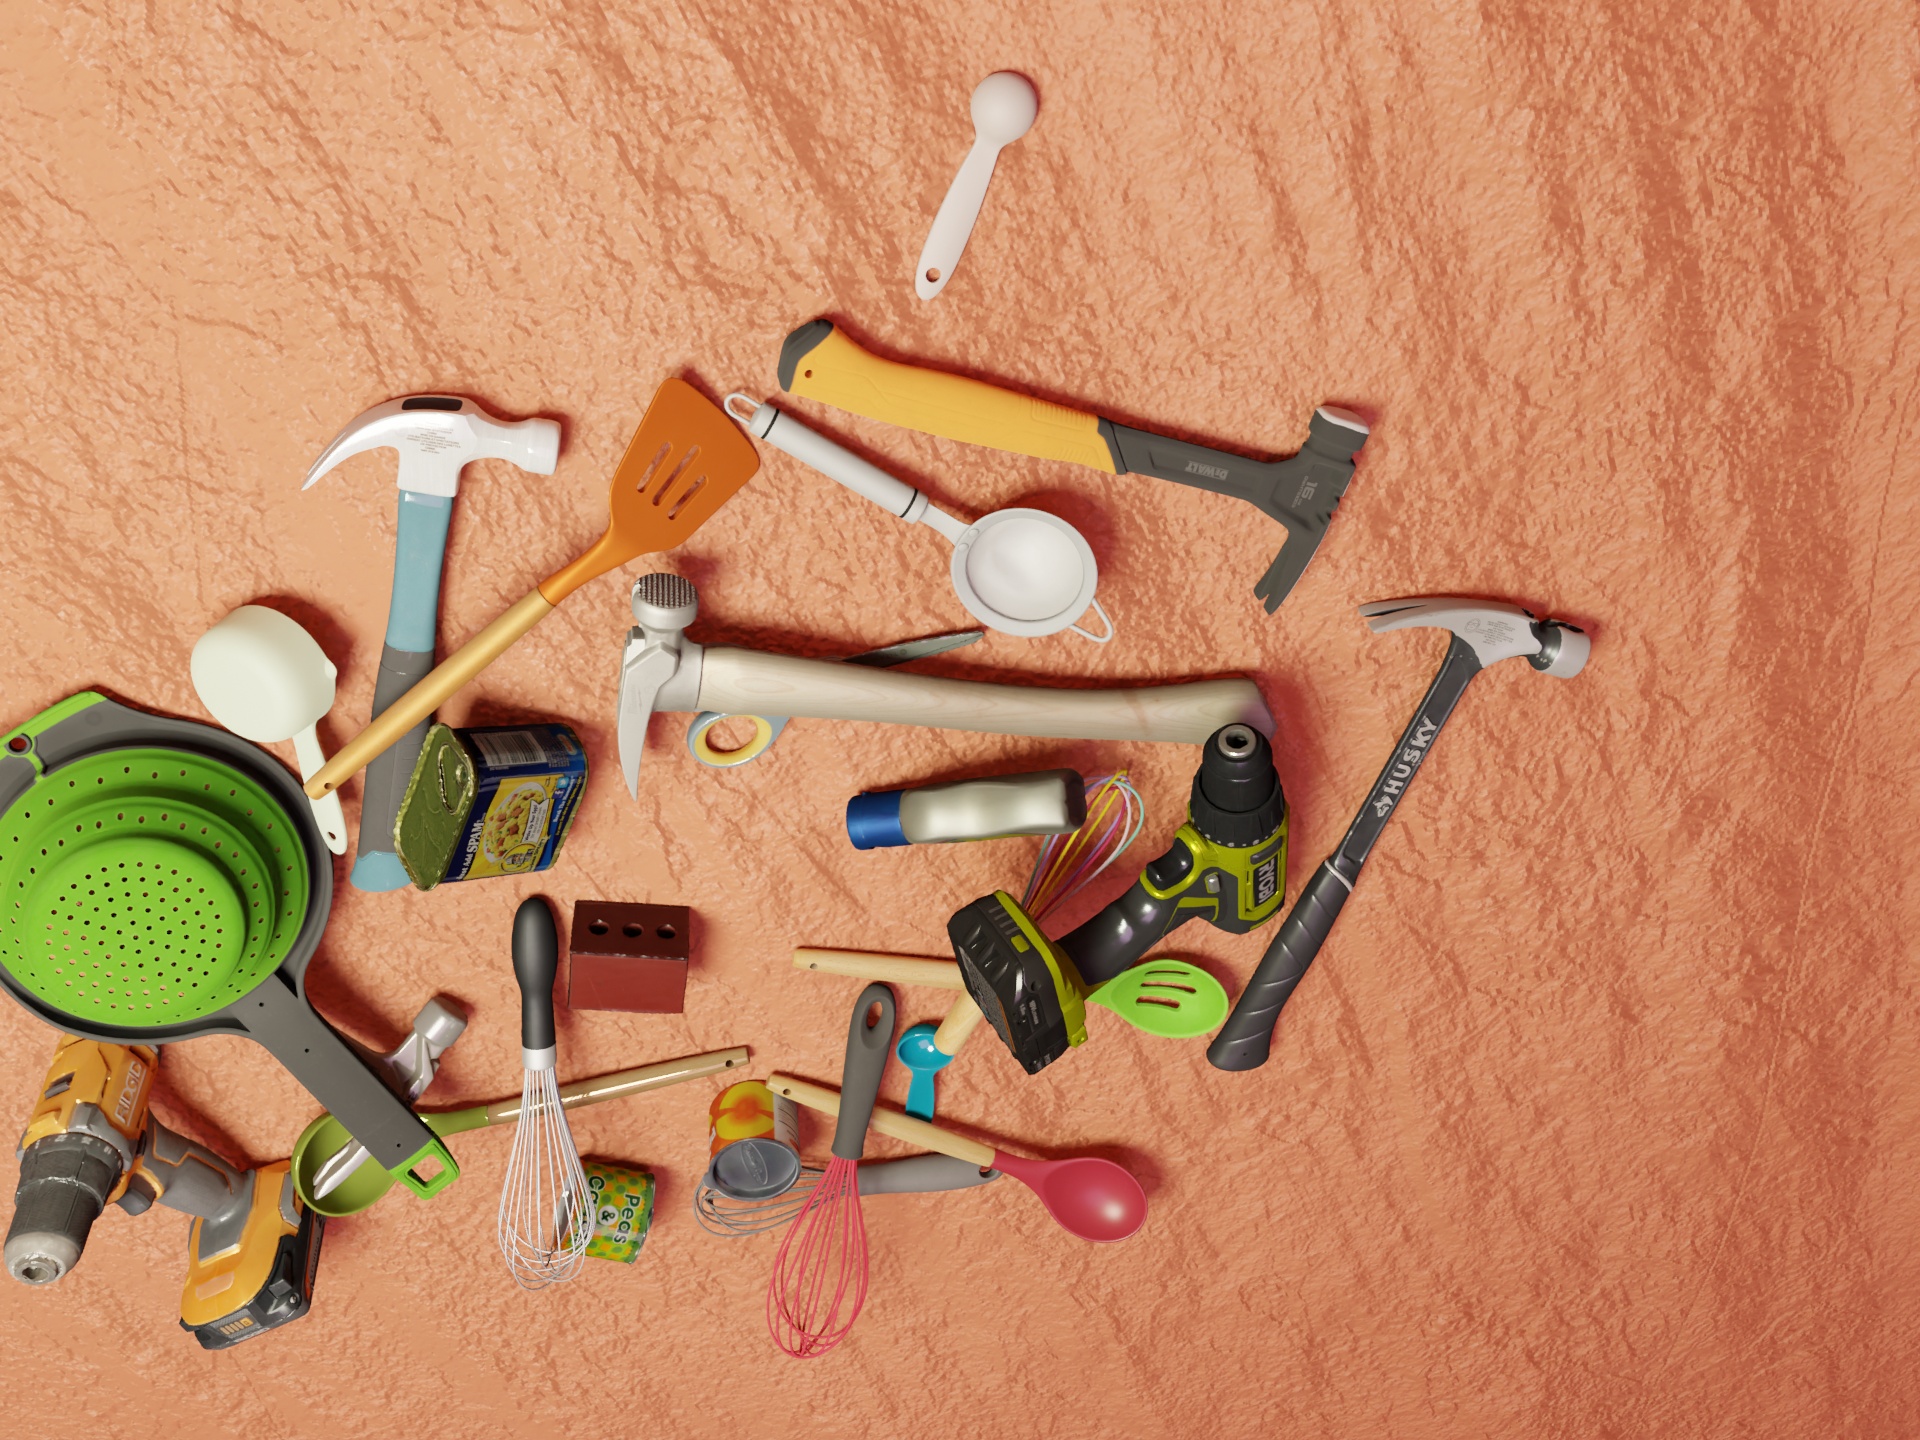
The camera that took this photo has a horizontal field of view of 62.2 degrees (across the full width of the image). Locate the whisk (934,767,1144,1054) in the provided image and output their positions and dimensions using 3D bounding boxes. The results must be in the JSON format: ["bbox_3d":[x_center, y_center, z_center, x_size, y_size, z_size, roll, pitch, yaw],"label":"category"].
[{"bbox_3d":[0.050,0.131,1.071,0.051,0.047,0.245,26,111,-12],"label":"whisk"}]

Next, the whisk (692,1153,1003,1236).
[{"bbox_3d":[-0.082,0.353,1.205,0.239,0.055,0.055,-4,123,-11],"label":"whisk"}]

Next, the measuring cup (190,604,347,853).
[{"bbox_3d":[-0.392,0.016,0.918,0.083,0.038,0.167,5,121,20],"label":"measuring cup"}]

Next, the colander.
[{"bbox_3d":[-0.431,0.169,0.951,0.204,0.095,0.396,-37,115,-8],"label":"colander"}]

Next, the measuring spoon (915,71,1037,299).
[{"bbox_3d":[0.005,-0.273,0.826,0.034,0.018,0.124,17,120,-19],"label":"measuring spoon"}]

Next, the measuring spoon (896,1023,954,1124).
[{"bbox_3d":[-0.028,0.264,1.177,0.042,0.021,0.128,4,132,-2],"label":"measuring spoon"}]

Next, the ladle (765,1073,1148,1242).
[{"bbox_3d":[-0.001,0.321,1.193,0.315,0.031,0.069,24,102,-15],"label":"ladle"}]

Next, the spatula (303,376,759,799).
[{"bbox_3d":[-0.250,-0.060,0.890,0.322,0.041,0.080,-37,135,11],"label":"spatula"}]

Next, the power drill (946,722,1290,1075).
[{"bbox_3d":[0.110,0.107,0.995,0.228,0.080,0.190,-32,145,-12],"label":"power drill"}]

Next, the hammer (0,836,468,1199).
[{"bbox_3d":[-0.497,0.155,0.997,0.358,0.037,0.149,42,84,-25],"label":"hammer"}]

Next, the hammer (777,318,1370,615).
[{"bbox_3d":[0.060,-0.155,0.903,0.336,0.034,0.127,12,119,-16],"label":"hammer"}]

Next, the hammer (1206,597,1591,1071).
[{"bbox_3d":[0.265,0.091,1.094,0.149,0.036,0.408,14,120,-16],"label":"hammer"}]

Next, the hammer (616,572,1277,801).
[{"bbox_3d":[-0.002,-0.003,0.977,0.410,0.038,0.146,4,127,-16],"label":"hammer"}]

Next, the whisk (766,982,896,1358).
[{"bbox_3d":[-0.086,0.328,1.143,0.073,0.073,0.296,9,100,-14],"label":"whisk"}]

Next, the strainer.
[{"bbox_3d":[-0.019,-0.121,0.910,0.258,0.050,0.087,28,126,-18],"label":"strainer"}]

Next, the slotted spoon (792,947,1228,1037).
[{"bbox_3d":[0.037,0.183,1.124,0.313,0.031,0.070,8,121,-11],"label":"slotted spoon"}]

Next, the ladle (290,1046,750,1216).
[{"bbox_3d":[-0.306,0.278,1.117,0.320,0.062,0.078,-12,109,-4],"label":"ladle"}]

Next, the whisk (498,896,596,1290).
[{"bbox_3d":[-0.283,0.254,1.071,0.070,0.070,0.284,-1,104,-8],"label":"whisk"}]

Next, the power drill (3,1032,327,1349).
[{"bbox_3d":[-0.519,0.323,1.038,0.084,0.186,0.226,-24,126,5],"label":"power drill"}]

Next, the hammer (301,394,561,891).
[{"bbox_3d":[-0.320,-0.033,0.924,0.128,0.033,0.330,9,121,-15],"label":"hammer"}]
